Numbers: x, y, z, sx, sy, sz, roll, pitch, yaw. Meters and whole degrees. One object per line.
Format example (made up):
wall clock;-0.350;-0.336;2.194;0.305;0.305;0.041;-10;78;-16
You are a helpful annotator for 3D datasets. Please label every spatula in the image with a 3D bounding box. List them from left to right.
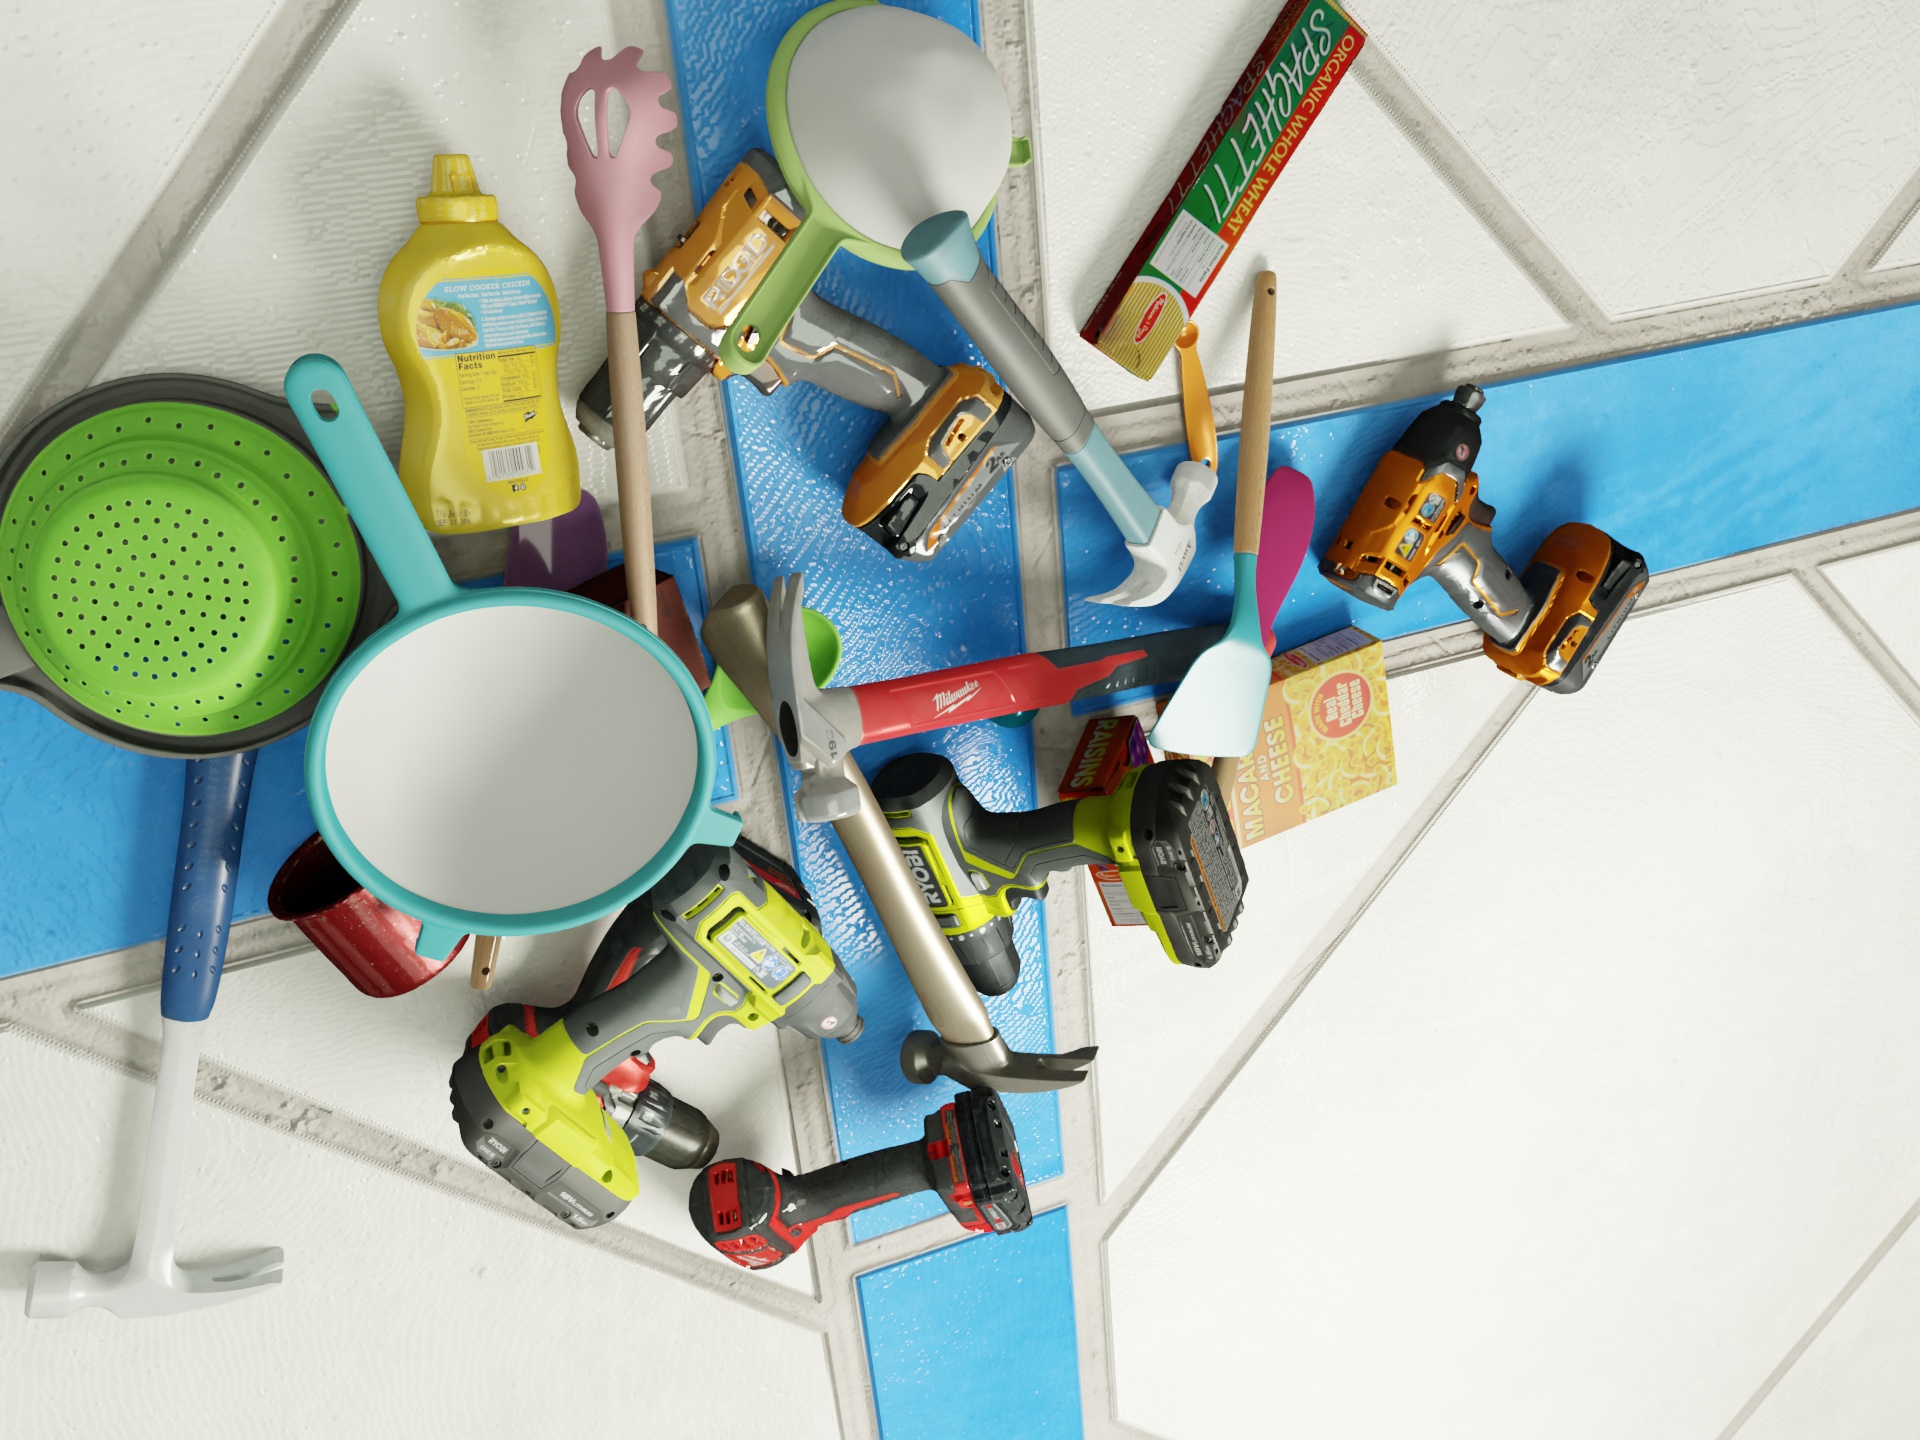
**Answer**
spatula;-0.262;0.015;0.958;0.059;0.018;0.316;7;103;-30
spatula;0.181;-0.134;1.041;0.082;0.044;0.317;6;89;-23

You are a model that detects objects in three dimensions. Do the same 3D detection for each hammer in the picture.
hammer;-0.457;0.185;0.949;0.144;0.035;0.405;8;108;-25
hammer;-0.045;0.089;1.016;0.410;0.146;0.038;64;37;-29
hammer;0.054;-0.042;1.013;0.386;0.038;0.143;-12;95;-35
hammer;0.062;-0.177;0.930;0.330;0.033;0.128;43;64;-49

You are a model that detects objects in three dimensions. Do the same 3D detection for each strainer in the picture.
strainer;-0.264;-0.044;0.847;0.211;0.095;0.340;-22;121;-4
strainer;-0.047;-0.284;0.837;0.151;0.069;0.256;40;62;-25

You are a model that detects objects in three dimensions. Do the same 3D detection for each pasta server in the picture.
pasta server;-0.178;-0.193;0.854;0.060;0.040;0.316;1;109;5

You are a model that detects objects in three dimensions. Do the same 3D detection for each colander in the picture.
colander;-0.475;-0.041;0.797;0.397;0.094;0.204;-23;107;-8

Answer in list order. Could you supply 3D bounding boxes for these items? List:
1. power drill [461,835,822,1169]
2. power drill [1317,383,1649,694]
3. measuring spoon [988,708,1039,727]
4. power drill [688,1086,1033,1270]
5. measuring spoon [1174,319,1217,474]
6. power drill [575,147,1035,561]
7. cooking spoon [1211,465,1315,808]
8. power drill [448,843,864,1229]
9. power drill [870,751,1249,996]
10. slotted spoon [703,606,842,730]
power drill;-0.188;0.188;1.041;0.187;0.080;0.226;36;98;-30
power drill;0.382;-0.128;1.140;0.226;0.084;0.164;24;100;-25
measuring spoon;-0.002;-0.003;1.065;0.128;0.021;0.042;-12;115;-19
power drill;-0.067;0.332;1.113;0.219;0.079;0.143;-14;149;3
measuring spoon;0.154;-0.210;1.053;0.021;0.011;0.116;-23;122;-13
power drill;-0.092;-0.185;0.922;0.226;0.084;0.185;38;96;-26
cooking spoon;0.191;-0.015;1.080;0.068;0.017;0.319;13;92;-40
power drill;-0.178;0.195;0.963;0.223;0.080;0.171;-39;121;0
power drill;0.065;0.107;1.048;0.080;0.228;0.190;-57;133;-46
slotted spoon;-0.205;0.034;0.996;0.314;0.031;0.070;-39;120;-1
